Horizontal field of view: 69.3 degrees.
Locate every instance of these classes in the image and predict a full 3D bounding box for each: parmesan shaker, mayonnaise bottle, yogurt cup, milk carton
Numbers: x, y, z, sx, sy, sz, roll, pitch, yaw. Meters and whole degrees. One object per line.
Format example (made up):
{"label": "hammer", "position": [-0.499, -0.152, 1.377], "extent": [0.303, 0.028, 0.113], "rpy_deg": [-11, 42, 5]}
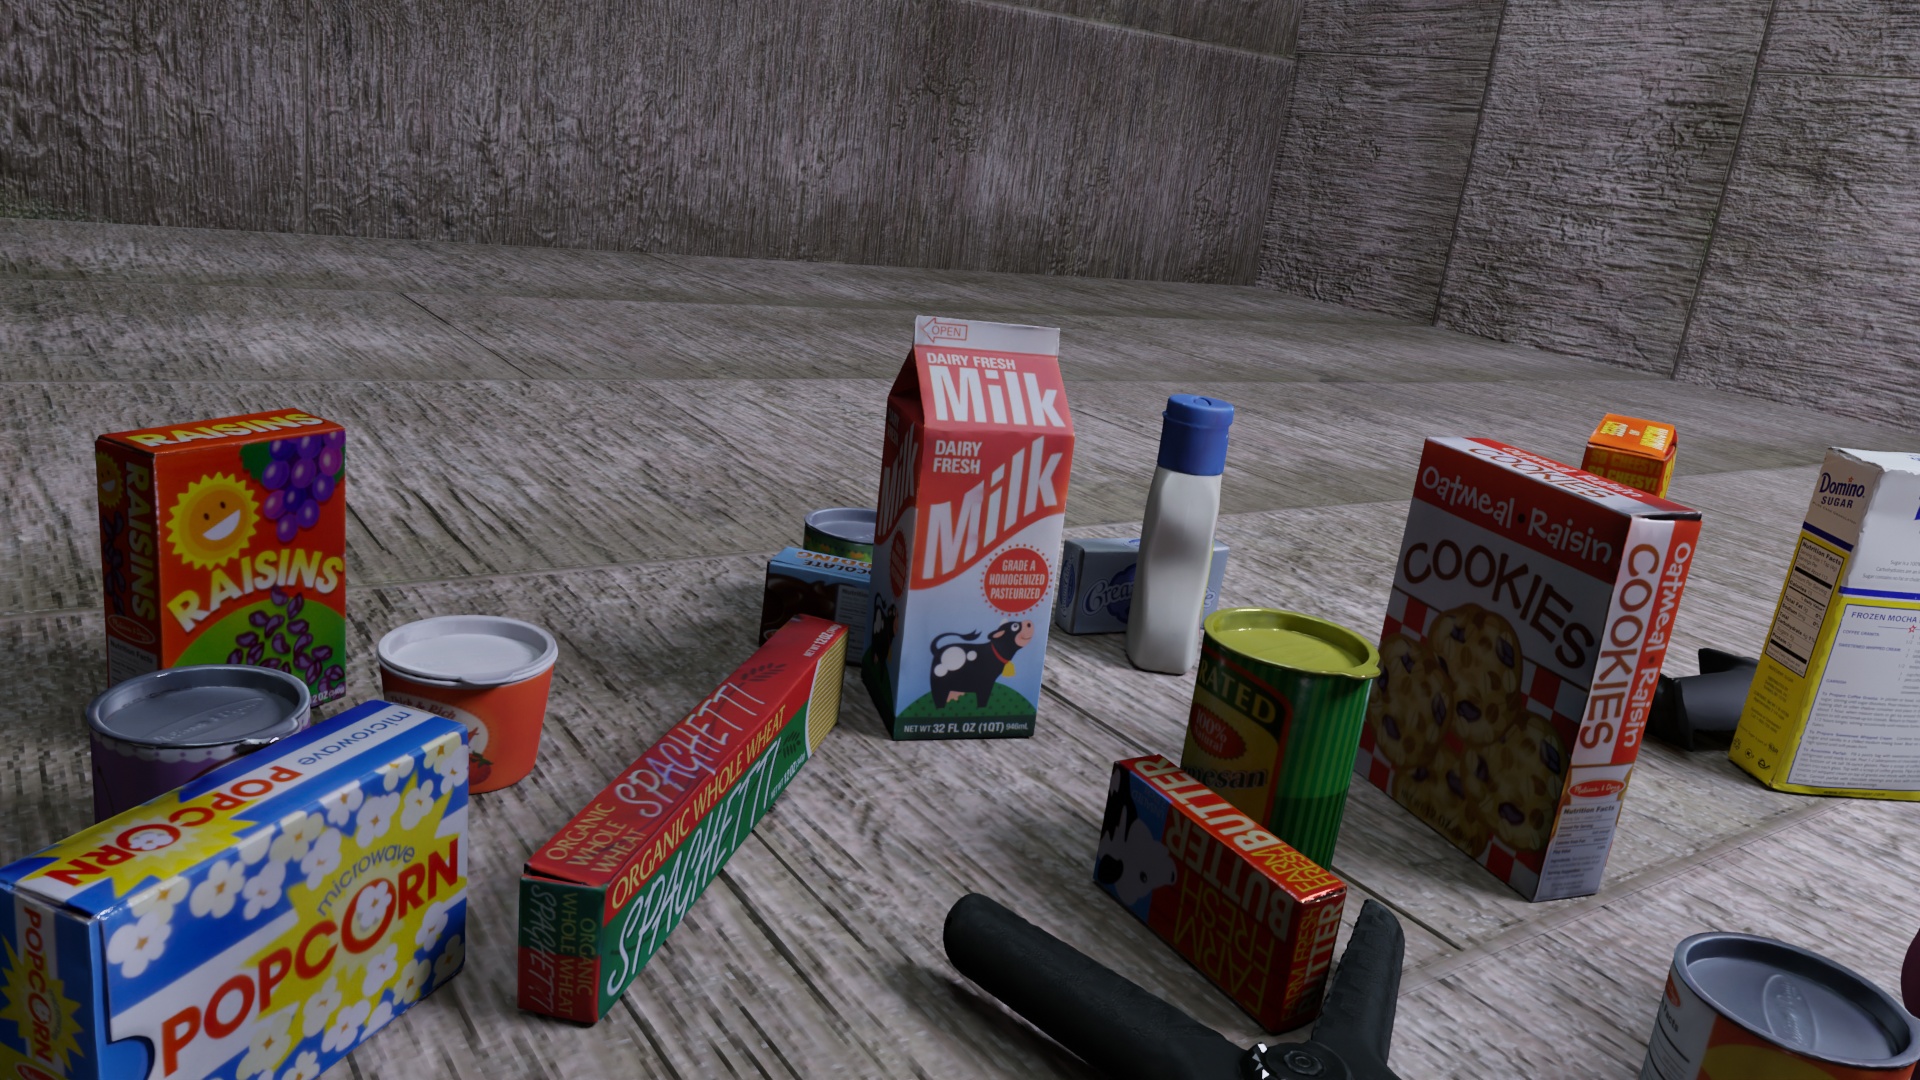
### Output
{"label": "parmesan shaker", "position": [0.121, 0.086, 0.541], "extent": [0.071, 0.102, 0.071], "rpy_deg": [7, 16, -2]}
{"label": "mayonnaise bottle", "position": [0.121, -0.005, 0.766], "extent": [0.041, 0.147, 0.065], "rpy_deg": [8, 16, 3]}
{"label": "yogurt cup", "position": [-0.198, 0.066, 0.558], "extent": [0.072, 0.053, 0.072], "rpy_deg": [7, 16, -2]}
{"label": "milk carton", "position": [0.002, -0.008, 0.652], "extent": [0.072, 0.189, 0.073], "rpy_deg": [2, 17, -17]}

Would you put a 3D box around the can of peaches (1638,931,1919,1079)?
{"label": "can of peaches", "position": [0.247, 0.162, 0.420], "extent": [0.071, 0.058, 0.071], "rpy_deg": [7, 16, -2]}

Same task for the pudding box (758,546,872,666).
{"label": "pudding box", "position": [-0.060, 0.036, 0.724], "extent": [0.084, 0.049, 0.030], "rpy_deg": [10, 16, 9]}

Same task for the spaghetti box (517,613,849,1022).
{"label": "spaghetti box", "position": [-0.093, 0.090, 0.528], "extent": [0.029, 0.050, 0.251], "rpy_deg": [10, 17, 10]}

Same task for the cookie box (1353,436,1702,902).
{"label": "cookie box", "position": [0.238, 0.049, 0.601], "extent": [0.040, 0.166, 0.123], "rpy_deg": [1, 17, -22]}

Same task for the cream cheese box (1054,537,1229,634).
{"label": "cream cheese box", "position": [0.108, 0.026, 0.823], "extent": [0.104, 0.053, 0.024], "rpy_deg": [-1, 18, -25]}

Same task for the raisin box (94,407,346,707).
{"label": "raisin box", "position": [-0.298, 0.014, 0.568], "extent": [0.040, 0.123, 0.086], "rpy_deg": [15, 18, 26]}

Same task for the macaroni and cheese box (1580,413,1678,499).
{"label": "macaroni and cheese box", "position": [0.336, 0.024, 0.731], "extent": [0.040, 0.166, 0.124], "rpy_deg": [15, 18, 26]}

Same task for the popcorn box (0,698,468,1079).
{"label": "popcorn box", "position": [-0.189, 0.105, 0.376], "extent": [0.038, 0.085, 0.127], "rpy_deg": [13, 17, 17]}

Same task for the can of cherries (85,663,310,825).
{"label": "can of cherries", "position": [-0.255, 0.082, 0.472], "extent": [0.071, 0.058, 0.072], "rpy_deg": [7, 16, -2]}

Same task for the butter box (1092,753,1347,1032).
{"label": "butter box", "position": [0.089, 0.122, 0.495], "extent": [0.024, 0.053, 0.103], "rpy_deg": [-3, 19, -31]}

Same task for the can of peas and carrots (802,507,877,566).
{"label": "can of peas and carrots", "position": [-0.054, 0.019, 0.769], "extent": [0.071, 0.058, 0.071], "rpy_deg": [7, 16, -2]}
